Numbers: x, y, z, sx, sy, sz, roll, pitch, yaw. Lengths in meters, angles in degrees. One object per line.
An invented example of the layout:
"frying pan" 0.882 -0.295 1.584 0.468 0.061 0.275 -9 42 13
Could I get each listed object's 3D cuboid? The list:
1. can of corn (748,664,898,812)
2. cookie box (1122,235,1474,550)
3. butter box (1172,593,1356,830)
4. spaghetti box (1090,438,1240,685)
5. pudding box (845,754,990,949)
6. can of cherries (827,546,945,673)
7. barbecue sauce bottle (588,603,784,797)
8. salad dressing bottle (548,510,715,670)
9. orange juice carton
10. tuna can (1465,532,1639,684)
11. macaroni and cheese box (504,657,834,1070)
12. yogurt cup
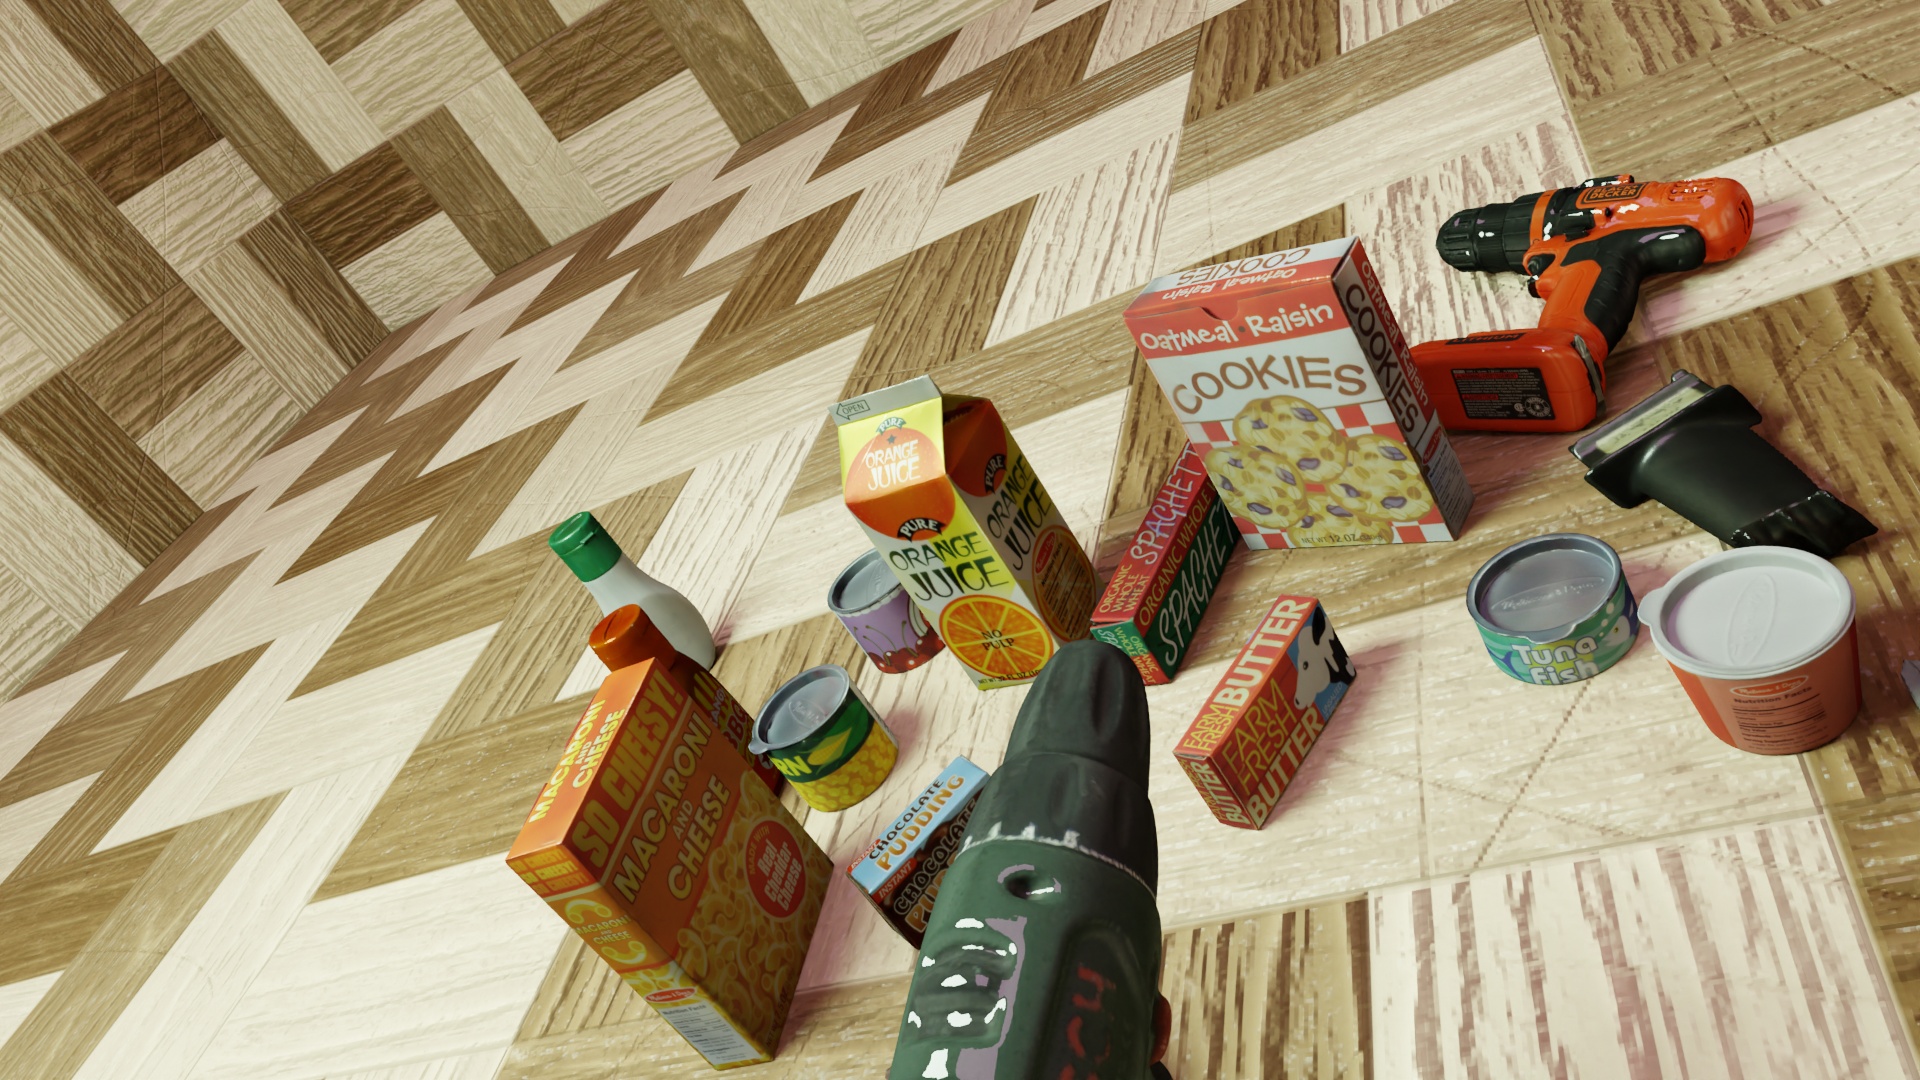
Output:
"can of corn" -0.080 0.118 0.814 0.071 0.058 0.071 -26 28 15
"cookie box" 0.176 -0.069 0.721 0.123 0.167 0.040 -4 40 45
"butter box" 0.143 0.078 0.644 0.024 0.053 0.104 4 45 50
"spaghetti box" 0.142 -0.021 0.808 0.028 0.050 0.251 -8 37 40
"pudding box" -0.010 0.154 0.691 0.084 0.049 0.030 -43 28 -17
"can of cherries" -0.041 0.043 0.893 0.071 0.058 0.072 -26 28 15
"barbecue sauce bottle" -0.163 0.103 0.830 0.043 0.148 0.065 -24 29 18
"salad dressing bottle" -0.237 0.044 1.005 0.044 0.147 0.064 4 46 51
"orange juice carton" 0.003 -0.010 0.785 0.071 0.192 0.073 -14 33 34
"tuna can" 0.262 0.032 0.613 0.071 0.032 0.071 -26 28 15
"macaroni and cheese box" -0.137 0.160 0.689 0.040 0.166 0.124 -20 30 25
"yogurt cup" 0.304 0.044 0.526 0.072 0.053 0.073 -26 28 15
